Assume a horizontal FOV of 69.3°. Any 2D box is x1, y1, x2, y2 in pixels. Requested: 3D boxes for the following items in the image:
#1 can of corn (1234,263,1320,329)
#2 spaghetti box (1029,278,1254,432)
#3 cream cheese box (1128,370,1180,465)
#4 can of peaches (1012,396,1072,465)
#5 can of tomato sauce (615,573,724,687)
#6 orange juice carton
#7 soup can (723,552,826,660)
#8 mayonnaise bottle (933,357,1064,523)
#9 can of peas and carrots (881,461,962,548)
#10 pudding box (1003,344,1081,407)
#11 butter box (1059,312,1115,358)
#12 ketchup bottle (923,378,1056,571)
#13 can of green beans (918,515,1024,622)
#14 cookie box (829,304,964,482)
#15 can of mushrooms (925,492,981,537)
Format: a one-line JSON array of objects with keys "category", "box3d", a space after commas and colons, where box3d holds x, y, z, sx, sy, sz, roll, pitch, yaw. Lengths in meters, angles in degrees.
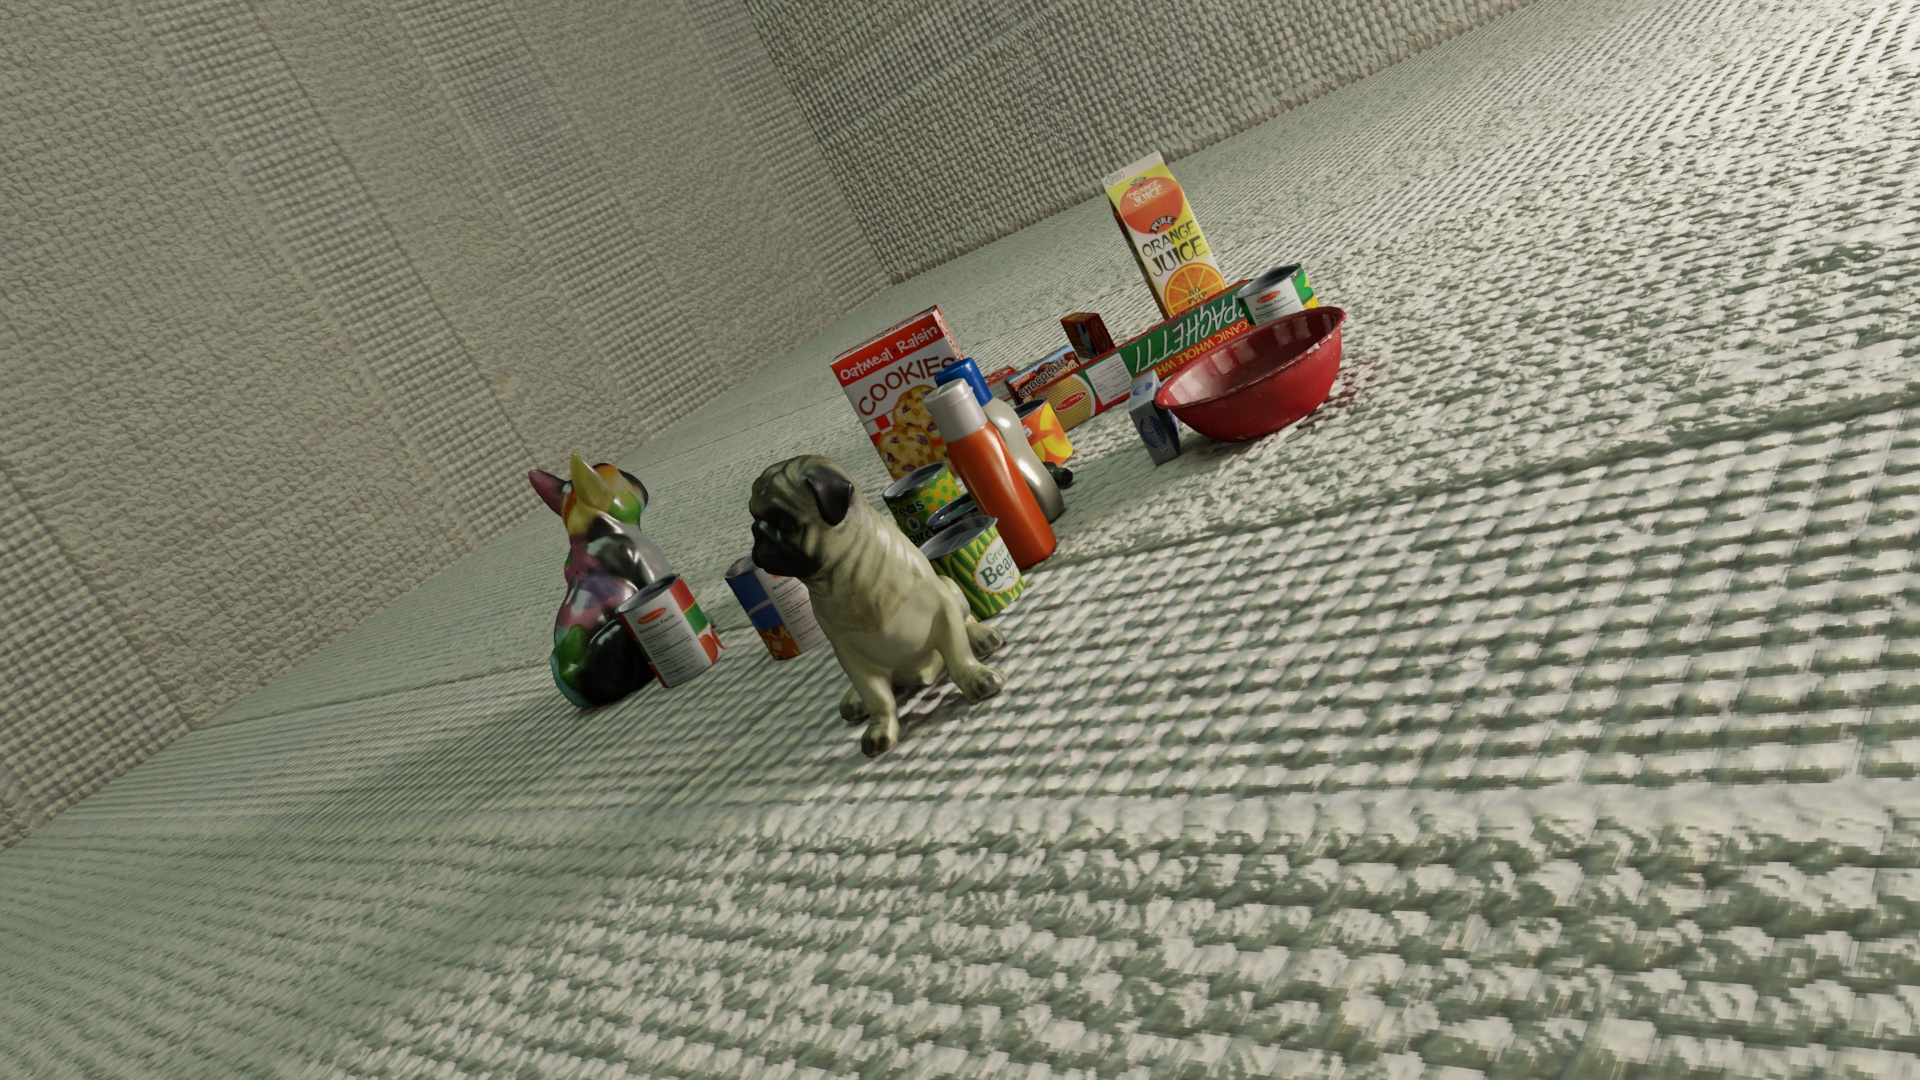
[{"category": "can of corn", "box3d": [0.299, -0.219, 1.298, 0.071, 0.058, 0.071, -27, 15, 8]}, {"category": "spaghetti box", "box3d": [0.191, -0.184, 1.396, 0.250, 0.050, 0.029, -28, 14, 2]}, {"category": "cream cheese box", "box3d": [0.164, -0.104, 1.170, 0.024, 0.053, 0.104, -24, 15, 16]}, {"category": "can of peaches", "box3d": [0.064, -0.093, 1.306, 0.071, 0.058, 0.071, -27, 15, 8]}, {"category": "can of tomato sauce", "box3d": [-0.263, 0.081, 1.264, 0.071, 0.083, 0.071, -27, 15, 8]}, {"category": "orange juice carton", "box3d": [0.226, -0.324, 1.520, 0.072, 0.192, 0.073, -27, 14, 6]}, {"category": "soup can", "box3d": [-0.150, 0.049, 1.168, 0.071, 0.083, 0.071, -27, 15, 8]}, {"category": "mayonnaise bottle", "box3d": [0.027, -0.077, 1.141, 0.064, 0.147, 0.041, -17, 18, 39]}, {"category": "can of peas and carrots", "box3d": [-0.031, -0.030, 1.265, 0.071, 0.058, 0.071, -27, 15, 8]}, {"category": "pudding box", "box3d": [0.096, -0.178, 1.547, 0.084, 0.049, 0.030, -30, 14, -6]}, {"category": "butter box", "box3d": [0.153, -0.247, 1.670, 0.024, 0.053, 0.103, -30, 15, -5]}, {"category": "ketchup bottle", "box3d": [0.022, -0.051, 1.061, 0.043, 0.148, 0.065, -27, 14, 9]}, {"category": "can of green beans", "box3d": [0.006, 0.023, 1.021, 0.071, 0.057, 0.071, -27, 15, 8]}, {"category": "cookie box", "box3d": [-0.042, -0.142, 1.447, 0.123, 0.167, 0.040, -25, 15, 13]}, {"category": "can of mushrooms", "box3d": [0.004, -0.015, 1.199, 0.071, 0.033, 0.071, -27, 15, 8]}]
